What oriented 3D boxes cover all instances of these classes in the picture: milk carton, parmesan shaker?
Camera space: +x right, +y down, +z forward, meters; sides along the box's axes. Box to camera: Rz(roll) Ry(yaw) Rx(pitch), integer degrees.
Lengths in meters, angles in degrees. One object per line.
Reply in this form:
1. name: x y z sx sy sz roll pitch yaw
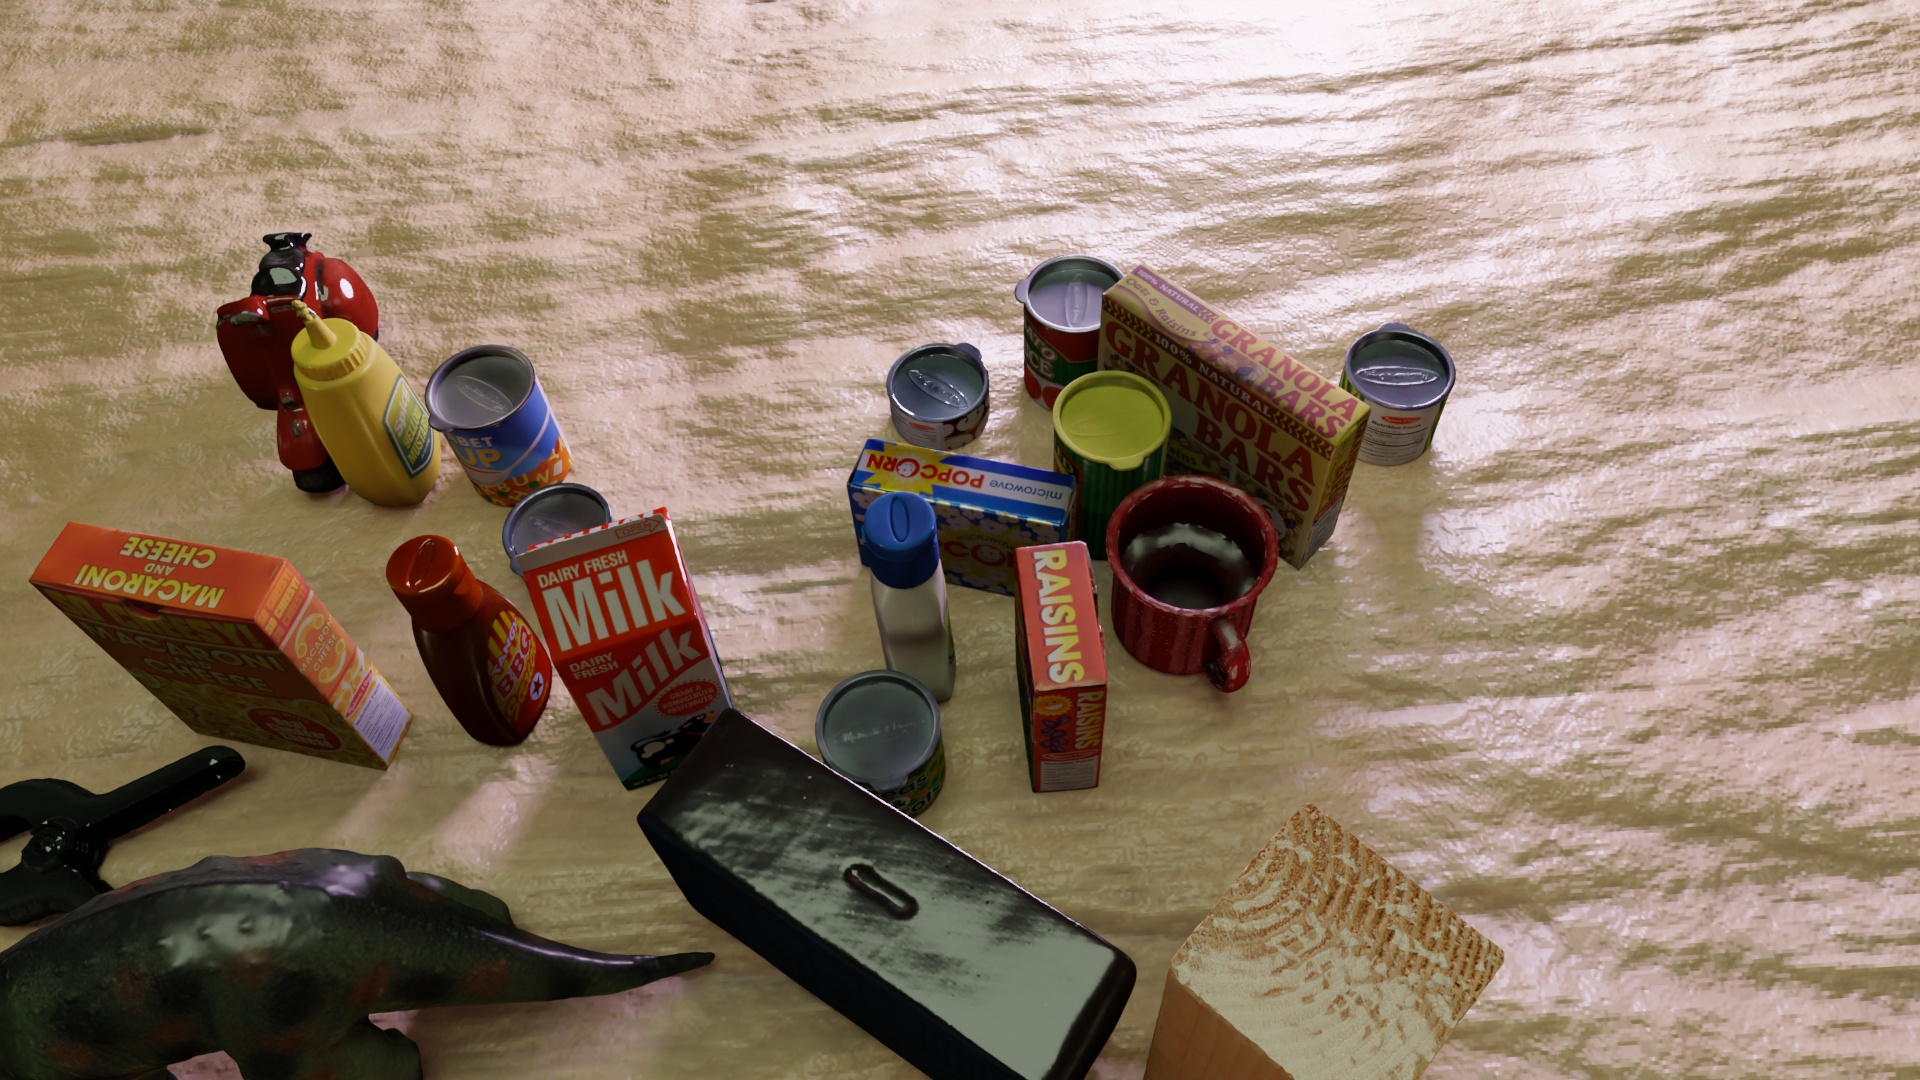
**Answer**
1. milk carton: -0.167 0.049 0.716 0.072 0.189 0.074 -18 57 -9
2. parmesan shaker: 0.087 -0.039 0.816 0.071 0.102 0.071 -1 56 2

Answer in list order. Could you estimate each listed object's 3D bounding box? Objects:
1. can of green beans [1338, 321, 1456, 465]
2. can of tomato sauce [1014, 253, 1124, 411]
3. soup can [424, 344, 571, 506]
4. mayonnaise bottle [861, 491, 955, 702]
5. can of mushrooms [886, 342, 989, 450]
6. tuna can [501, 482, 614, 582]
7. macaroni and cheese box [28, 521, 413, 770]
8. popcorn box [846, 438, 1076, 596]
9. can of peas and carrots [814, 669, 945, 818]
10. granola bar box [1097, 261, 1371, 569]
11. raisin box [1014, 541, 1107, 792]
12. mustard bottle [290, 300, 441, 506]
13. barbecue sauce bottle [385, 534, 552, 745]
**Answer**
1. can of green beans: 0.269 -0.089 0.867 0.071 0.057 0.071 -1 56 2
2. can of tomato sauce: 0.071 -0.130 0.890 0.071 0.082 0.071 -1 56 2
3. soup can: -0.288 -0.069 0.867 0.071 0.083 0.072 -1 56 2
4. mayonnaise bottle: -0.027 0.031 0.747 0.041 0.147 0.065 -7 56 -2
5. can of mushrooms: -0.012 -0.094 0.900 0.071 0.033 0.071 -1 56 2
6. tuna can: -0.243 0.002 0.847 0.071 0.032 0.071 -1 56 2
7. macaroni and cheese box: -0.382 0.061 0.734 0.124 0.165 0.040 9 57 9
8. popcorn box: 0.003 -0.010 0.811 0.127 0.084 0.038 11 58 10
9. can of peas and carrots: -0.041 0.114 0.745 0.071 0.058 0.071 -1 56 2
10. granola bar box: 0.155 -0.074 0.823 0.039 0.123 0.166 -41 63 -21
11. raisin box: 0.052 0.069 0.732 0.040 0.122 0.086 -5 56 0
12. mustard bottle: -0.362 -0.085 0.836 0.049 0.159 0.065 0 56 3
13. barbecue sauce bottle: -0.263 0.052 0.745 0.044 0.147 0.065 6 57 7
